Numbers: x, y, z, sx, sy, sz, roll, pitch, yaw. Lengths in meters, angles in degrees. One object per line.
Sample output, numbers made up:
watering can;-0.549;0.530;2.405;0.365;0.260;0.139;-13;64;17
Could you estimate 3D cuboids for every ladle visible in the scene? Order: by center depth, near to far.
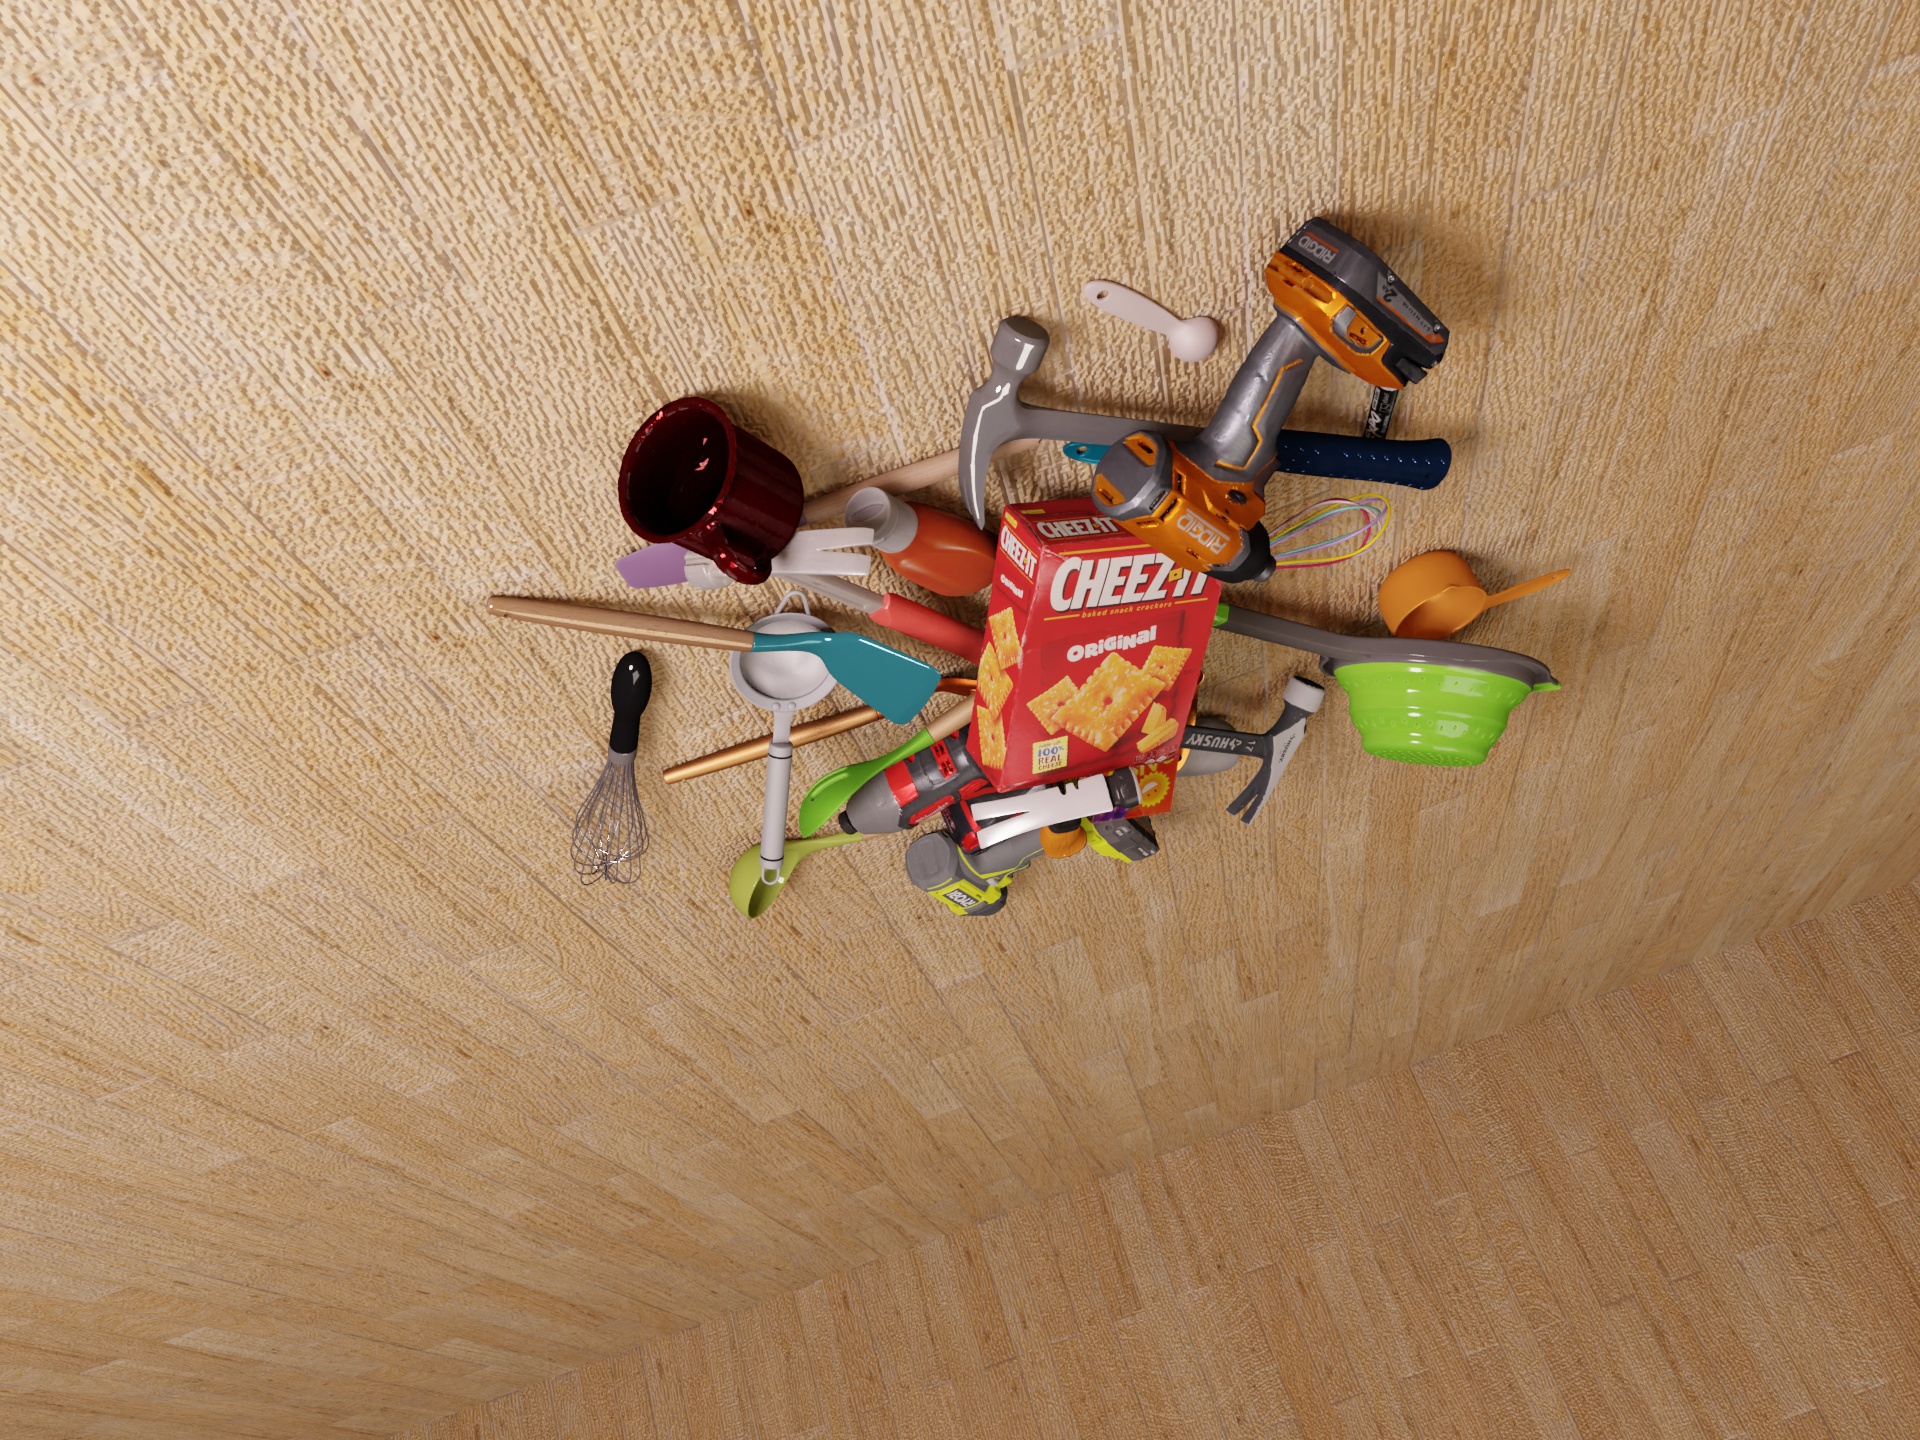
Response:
ladle;-0.065;0.109;1.500;0.320;0.062;0.078;-17;153;-9

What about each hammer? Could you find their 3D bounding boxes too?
hammer;0.181;-0.191;1.122;0.405;0.035;0.144;0;132;-29
hammer;-0.031;-0.076;1.166;0.149;0.037;0.358;0;170;32
hammer;0.079;0.090;1.345;0.127;0.034;0.336;-15;170;0
hammer;0.173;0.015;1.397;0.408;0.036;0.149;6;112;-44

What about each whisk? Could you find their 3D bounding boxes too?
whisk;0.224;-0.122;1.226;0.051;0.047;0.245;-4;170;-45
whisk;-0.271;0.044;1.266;0.070;0.070;0.284;-6;143;-23

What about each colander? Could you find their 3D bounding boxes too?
colander;0.357;-0.025;1.422;0.396;0.094;0.204;11;173;-26

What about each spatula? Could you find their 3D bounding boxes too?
spatula;-0.082;-0.149;1.093;0.316;0.018;0.059;-19;156;1
spatula;-0.173;-0.051;1.127;0.317;0.044;0.082;7;149;-21
spatula;-0.090;0.008;1.328;0.322;0.041;0.081;-17;172;-1

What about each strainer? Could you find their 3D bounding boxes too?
strainer;-0.140;0.013;1.226;0.087;0.050;0.258;1;114;-15

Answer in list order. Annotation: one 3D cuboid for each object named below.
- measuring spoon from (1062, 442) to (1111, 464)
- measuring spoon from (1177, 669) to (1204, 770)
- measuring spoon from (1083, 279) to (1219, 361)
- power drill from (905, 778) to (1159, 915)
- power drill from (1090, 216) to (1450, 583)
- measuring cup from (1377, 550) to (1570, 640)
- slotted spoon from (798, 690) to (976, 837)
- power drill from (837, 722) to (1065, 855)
measuring spoon;0.132;-0.196;1.151;0.128;0.021;0.042;3;142;-19
measuring spoon;0.209;-0.001;1.483;0.021;0.011;0.116;-7;127;-18
measuring spoon;0.125;-0.258;1.034;0.124;0.018;0.034;12;138;-42
power drill;0.077;0.129;1.601;0.223;0.080;0.171;-25;151;16
power drill;0.210;-0.195;1.051;0.164;0.084;0.226;27;109;-40
measuring cup;0.457;-0.124;1.425;0.173;0.052;0.095;-18;151;-7
slotted spoon;-0.002;-0.004;1.251;0.314;0.031;0.070;-32;-166;5
power drill;-0.007;0.062;1.377;0.143;0.079;0.219;-30;163;18
